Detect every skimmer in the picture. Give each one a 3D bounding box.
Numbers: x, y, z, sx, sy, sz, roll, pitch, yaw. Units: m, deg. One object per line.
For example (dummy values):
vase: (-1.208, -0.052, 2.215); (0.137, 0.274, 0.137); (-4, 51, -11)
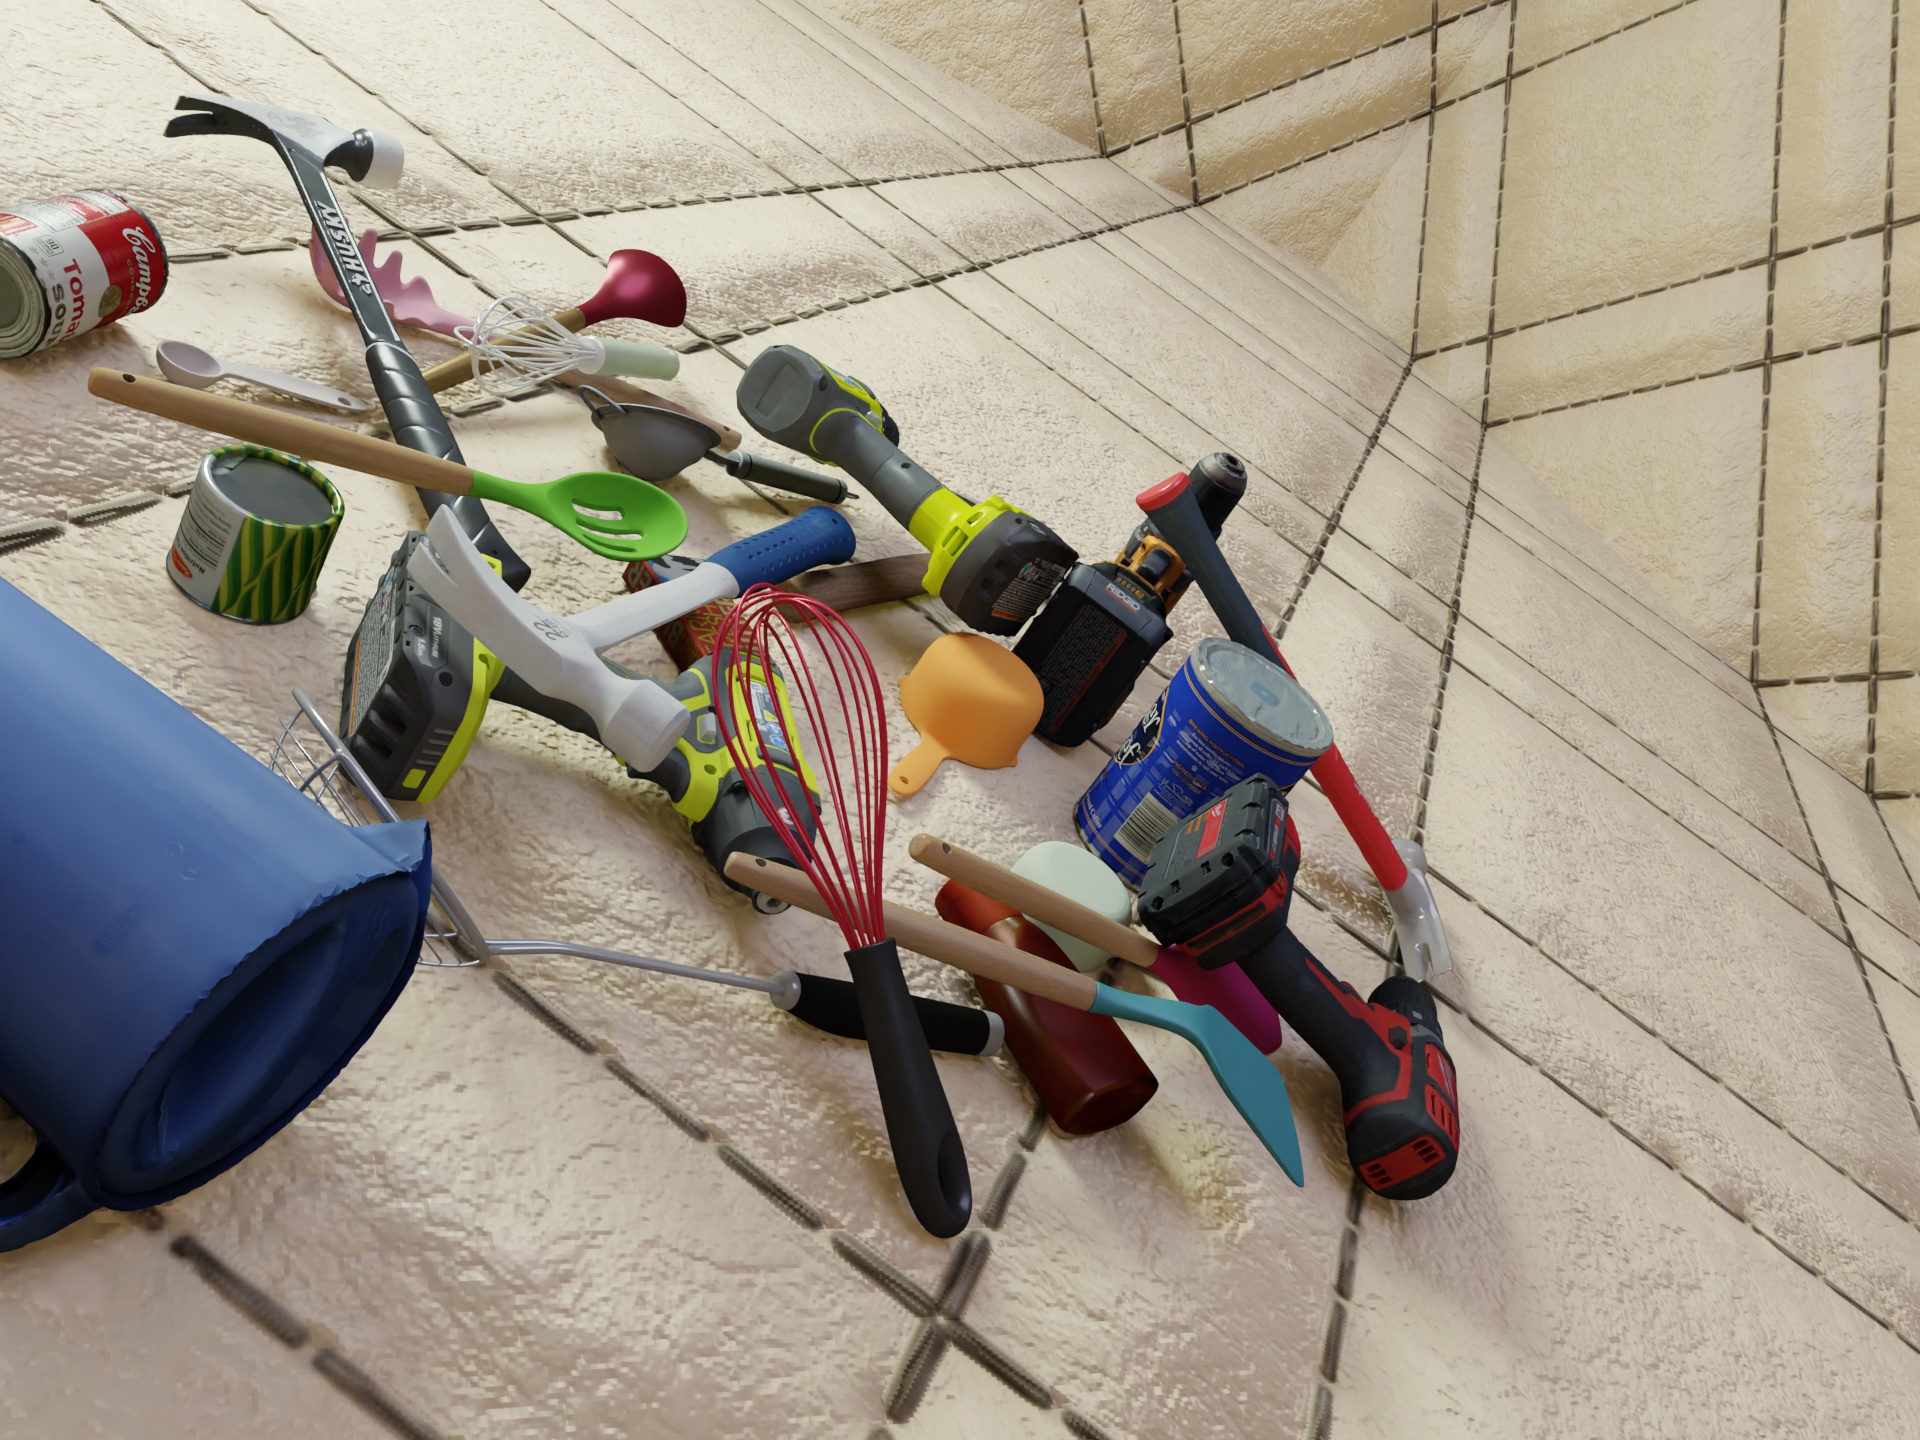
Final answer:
skimmer: (-0.119, 0.079, 0.692); (0.363, 0.090, 0.127); (19, 1, -32)

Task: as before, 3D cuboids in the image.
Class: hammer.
hammer: (0.228, 0.004, 1.069); (0.386, 0.038, 0.143); (55, 21, -21)
hammer: (-0.026, -0.109, 1.152); (0.130, 0.031, 0.331); (44, 29, 17)
hammer: (-0.342, -0.225, 0.928); (0.149, 0.036, 0.409); (1, 51, -48)
hammer: (-0.137, -0.077, 0.847); (0.144, 0.035, 0.405); (37, 19, 2)

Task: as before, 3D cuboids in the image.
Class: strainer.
strainer: (-0.160, -0.178, 1.107); (0.087, 0.050, 0.258); (0, -5, 40)

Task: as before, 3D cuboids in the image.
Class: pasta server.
pasta server: (-0.289, -0.253, 1.088); (0.316, 0.040, 0.060); (19, 44, -30)

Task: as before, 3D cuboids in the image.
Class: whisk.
whisk: (-0.245, -0.236, 1.029); (0.058, 0.059, 0.246); (19, 14, 14)
whisk: (-0.045, 0.079, 0.694); (0.073, 0.073, 0.296); (-9, 81, -53)

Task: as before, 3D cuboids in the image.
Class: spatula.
spatula: (0.034, 0.131, 0.756); (0.317, 0.044, 0.082); (22, 29, -11)

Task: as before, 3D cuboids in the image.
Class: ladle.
ladle: (-0.275, -0.264, 1.070); (0.069, 0.031, 0.315); (51, 38, -7)

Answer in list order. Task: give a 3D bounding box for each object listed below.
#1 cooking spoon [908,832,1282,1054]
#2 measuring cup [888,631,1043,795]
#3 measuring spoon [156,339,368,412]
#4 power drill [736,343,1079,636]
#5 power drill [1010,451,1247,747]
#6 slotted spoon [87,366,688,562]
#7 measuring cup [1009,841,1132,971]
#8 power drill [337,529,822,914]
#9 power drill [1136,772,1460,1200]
cooking spoon: (0.086, 0.119, 0.858); (0.318, 0.017, 0.069); (29, 42, -39)
measuring cup: (-0.002, -0.003, 0.988); (0.095, 0.052, 0.174); (36, 26, 3)
measuring spoon: (-0.393, -0.187, 0.899); (0.124, 0.018, 0.034); (8, 35, -52)
power drill: (-0.032, -0.159, 1.094); (0.229, 0.080, 0.190); (42, 11, 14)
power drill: (0.125, -0.094, 1.134); (0.084, 0.185, 0.226); (37, 31, 4)
slotted spoon: (-0.281, -0.132, 0.826); (0.313, 0.031, 0.070); (12, 44, -42)
measuring cup: (0.102, 0.120, 0.923); (0.167, 0.038, 0.083); (23, 30, -18)
power drill: (-0.173, 0.006, 0.766); (0.223, 0.080, 0.171); (21, 29, -31)
power drill: (0.209, 0.144, 0.924); (0.226, 0.080, 0.188); (51, 24, -6)
